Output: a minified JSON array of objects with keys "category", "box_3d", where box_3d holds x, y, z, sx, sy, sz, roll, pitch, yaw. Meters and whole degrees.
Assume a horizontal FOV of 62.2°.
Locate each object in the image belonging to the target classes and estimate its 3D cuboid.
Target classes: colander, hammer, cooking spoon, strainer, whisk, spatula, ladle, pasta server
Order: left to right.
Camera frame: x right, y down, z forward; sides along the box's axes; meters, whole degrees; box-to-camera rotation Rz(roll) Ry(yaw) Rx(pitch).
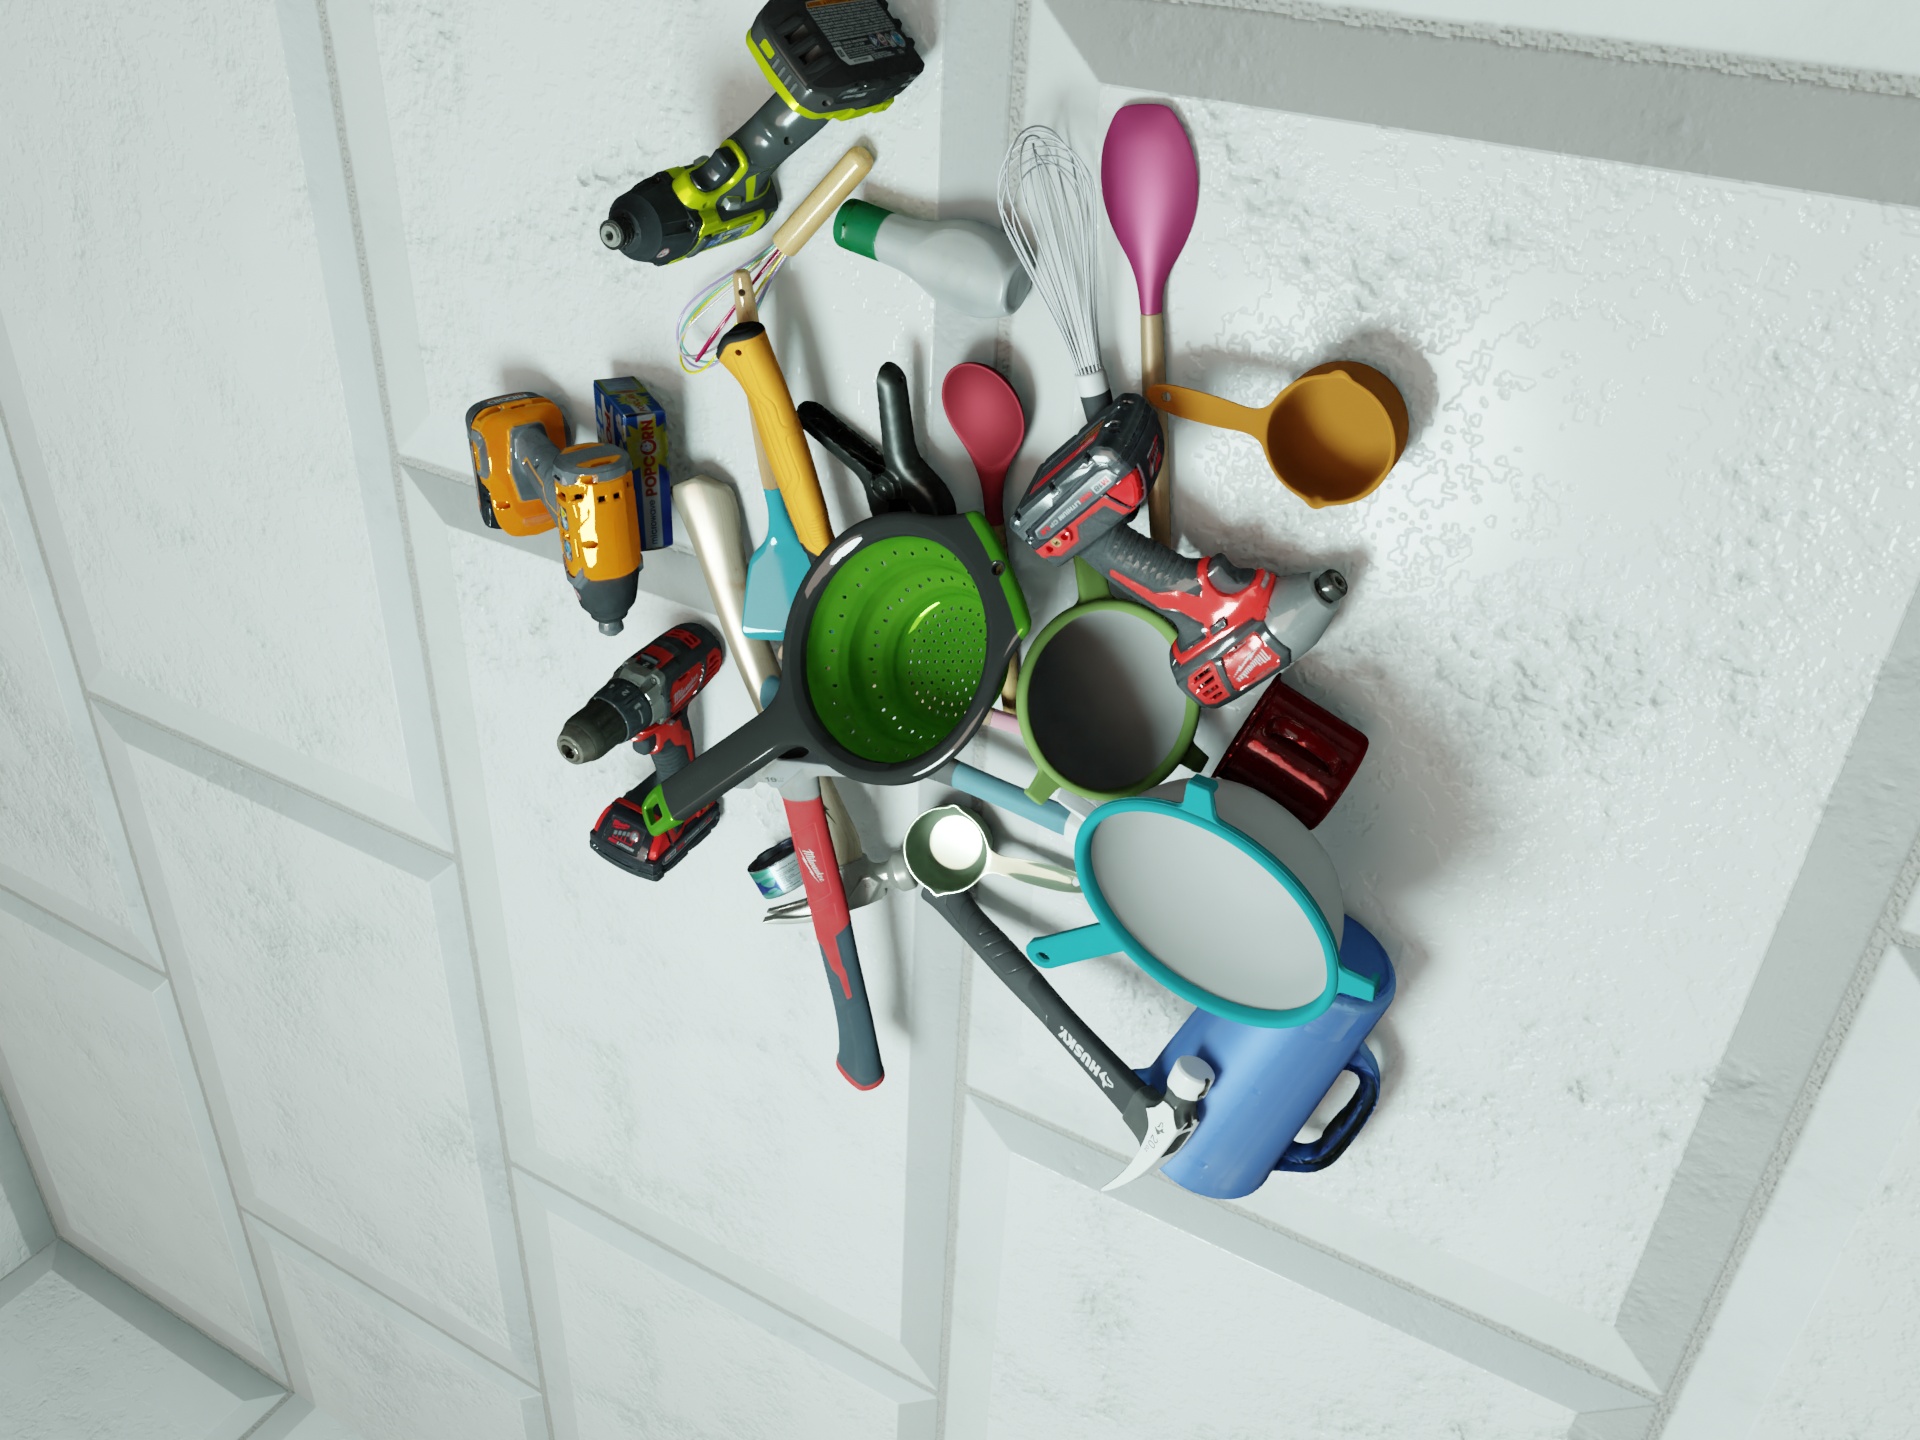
[{"category":"hammer","box_3d":[-0.173,-0.014,1.400,0.146,0.038,0.410,-18,104,8]},{"category":"spatula","box_3d":[-0.154,-0.206,1.276,0.082,0.044,0.317,-1,129,4]},{"category":"whisk","box_3d":[-0.145,-0.344,1.209,0.051,0.047,0.245,34,132,-25]},{"category":"hammer","box_3d":[-0.111,-0.156,1.264,0.127,0.034,0.336,-3,123,25]},{"category":"colander","box_3d":[-0.091,-0.011,1.247,0.397,0.094,0.205,-33,68,27]},{"category":"hammer","box_3d":[-0.098,0.184,1.403,0.143,0.038,0.386,3,126,18]},{"category":"hammer","box_3d":[-0.016,0.040,1.308,0.331,0.033,0.128,23,151,13]},{"category":"pasta server","box_3d":[-0.002,-0.004,1.282,0.316,0.040,0.060,18,158,9]},{"category":"ladle","box_3d":[0.029,-0.129,1.234,0.069,0.031,0.315,14,125,30]},{"category":"hammer","box_3d":[0.070,0.243,1.338,0.335,0.035,0.146,44,125,37]},{"category":"whisk","box_3d":[0.082,-0.264,1.097,0.070,0.070,0.284,1,122,33]},{"category":"strainer","box_3d":[0.093,-0.068,1.195,0.069,0.151,0.256,-178,79,-69]},{"category":"cooking spoon","box_3d":[0.132,-0.255,1.093,0.069,0.017,0.318,9,121,27]},{"category":"strainer","box_3d":[0.162,0.128,1.185,0.211,0.095,0.340,49,149,-8]}]

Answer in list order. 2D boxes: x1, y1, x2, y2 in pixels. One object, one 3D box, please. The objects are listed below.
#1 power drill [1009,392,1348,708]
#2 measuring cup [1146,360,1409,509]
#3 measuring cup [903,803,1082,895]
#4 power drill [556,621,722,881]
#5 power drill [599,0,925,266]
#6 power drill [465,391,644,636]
[{"category":"power drill","box_3d":[0.156,-0.113,1.105,0.219,0.079,0.143,41,133,-14]},{"category":"measuring cup","box_3d":[0.211,-0.203,1.052,0.174,0.052,0.095,21,127,25]},{"category":"measuring cup","box_3d":[0.035,0.120,1.372,0.167,0.038,0.083,13,100,11]},{"category":"power drill","box_3d":[-0.291,0.039,1.446,0.080,0.188,0.226,24,132,18]},{"category":"power drill","box_3d":[-0.144,-0.399,1.092,0.223,0.171,0.080,-32,97,38]},{"category":"power drill","box_3d":[-0.342,-0.178,1.361,0.227,0.084,0.164,37,136,44]}]
